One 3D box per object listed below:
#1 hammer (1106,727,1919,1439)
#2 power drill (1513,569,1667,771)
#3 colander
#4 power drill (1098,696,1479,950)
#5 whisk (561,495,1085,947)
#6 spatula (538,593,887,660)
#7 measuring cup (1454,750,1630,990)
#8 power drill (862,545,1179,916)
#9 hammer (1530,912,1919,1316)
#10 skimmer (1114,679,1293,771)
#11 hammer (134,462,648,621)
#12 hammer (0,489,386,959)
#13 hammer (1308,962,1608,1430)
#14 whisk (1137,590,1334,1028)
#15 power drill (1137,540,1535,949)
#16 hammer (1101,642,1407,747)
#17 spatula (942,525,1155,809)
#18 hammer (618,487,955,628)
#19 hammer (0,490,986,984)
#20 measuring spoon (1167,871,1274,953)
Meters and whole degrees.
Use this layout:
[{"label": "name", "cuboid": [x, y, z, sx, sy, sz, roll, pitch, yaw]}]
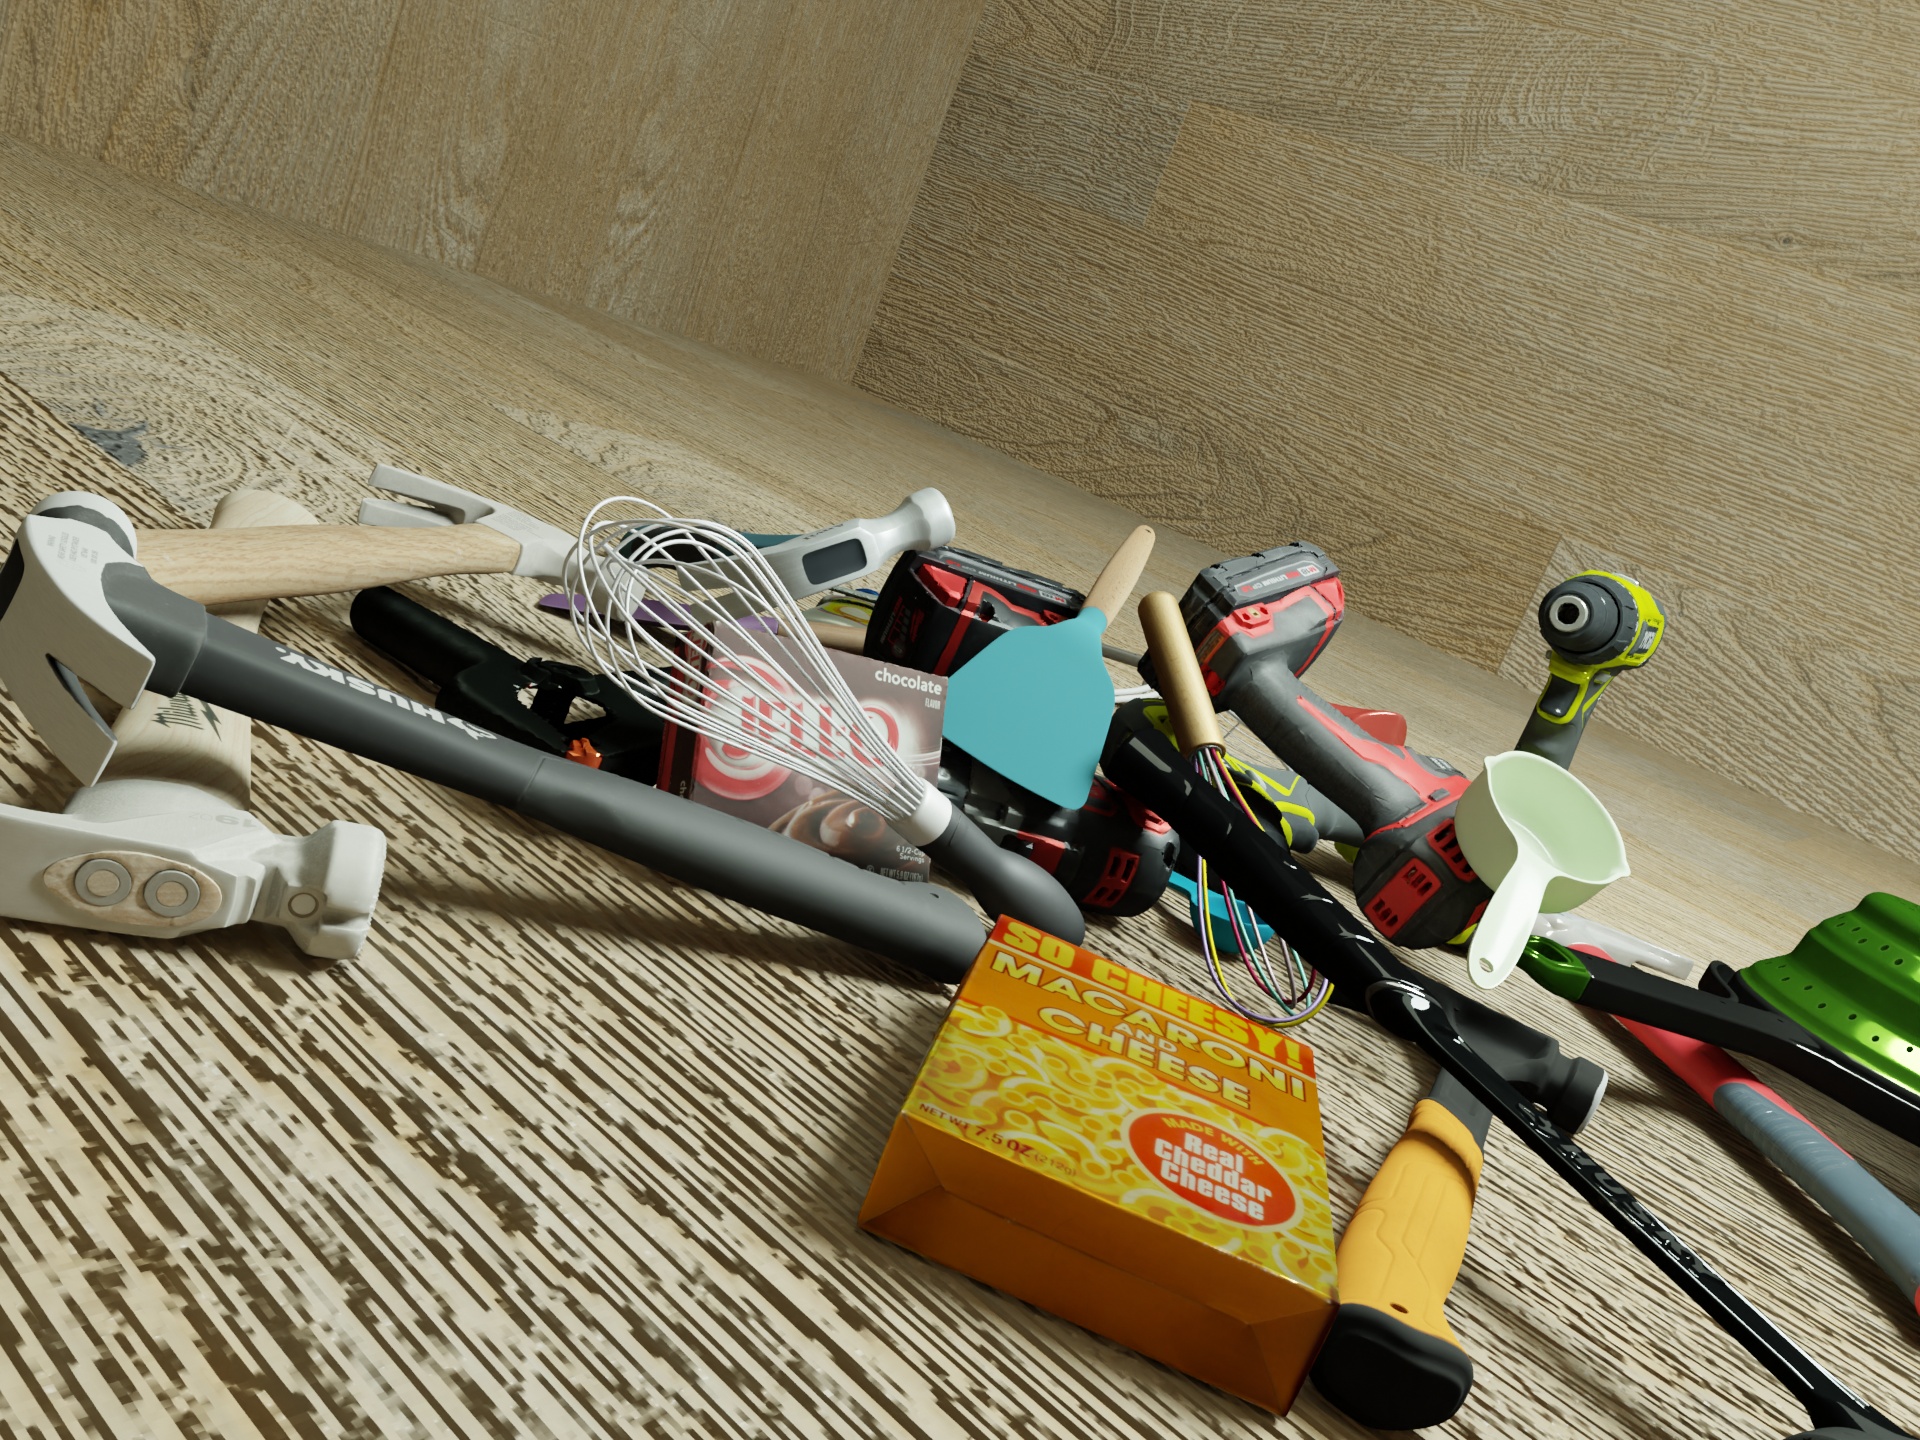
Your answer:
[{"label": "hammer", "cuboid": [0.177, 0.116, 0.572, 0.149, 0.036, 0.409, 16, 21, -39]}, {"label": "power drill", "cuboid": [0.392, 0.007, 1.070, 0.080, 0.228, 0.190, 29, 15, 28]}, {"label": "colander", "cuboid": [0.429, 0.129, 0.784, 0.396, 0.094, 0.205, 19, 14, -24]}, {"label": "power drill", "cuboid": [0.204, 0.063, 0.899, 0.223, 0.080, 0.171, 11, 24, -26]}, {"label": "whisk", "cuboid": [-0.036, 0.018, 0.585, 0.284, 0.070, 0.070, 43, -1, -36]}, {"label": "spatula", "cuboid": [-0.079, -0.048, 0.911, 0.316, 0.018, 0.060, 8, 12, -5]}, {"label": "measuring cup", "cuboid": [0.245, 0.076, 0.712, 0.083, 0.038, 0.167, 40, 43, 7]}, {"label": "power drill", "cuboid": [-0.001, -0.002, 0.780, 0.187, 0.080, 0.227, 17, 28, -17]}, {"label": "hammer", "cuboid": [0.394, 0.188, 0.784, 0.143, 0.038, 0.386, 20, 13, -12]}, {"label": "skimmer", "cuboid": [0.073, 0.016, 0.981, 0.363, 0.090, 0.127, -4, 20, -39]}, {"label": "hammer", "cuboid": [-0.250, -0.070, 0.661, 0.130, 0.031, 0.331, 25, 12, 7]}, {"label": "hammer", "cuboid": [-0.290, -0.030, 0.590, 0.146, 0.038, 0.411, 14, 15, -24]}, {"label": "hammer", "cuboid": [0.165, 0.153, 0.573, 0.127, 0.034, 0.337, 27, 15, 18]}, {"label": "whisk", "cuboid": [0.124, 0.033, 0.744, 0.051, 0.047, 0.245, 18, 44, -34]}, {"label": "power drill", "cuboid": [0.210, 0.011, 0.832, 0.143, 0.078, 0.220, -18, 59, -42]}, {"label": "hammer", "cuboid": [0.174, -0.032, 1.191, 0.359, 0.036, 0.149, 21, 9, 43]}, {"label": "spatula", "cuboid": [0.065, -0.050, 0.814, 0.082, 0.044, 0.317, 31, 25, 3]}, {"label": "hammer", "cuboid": [-0.131, -0.097, 0.907, 0.128, 0.033, 0.331, -24, 17, -23]}, {"label": "hammer", "cuboid": [-0.125, 0.025, 0.505, 0.334, 0.035, 0.146, 26, 8, -32]}, {"label": "measuring spoon", "cuboid": [0.103, 0.088, 0.787, 0.042, 0.021, 0.129, 6, 11, -35]}]
